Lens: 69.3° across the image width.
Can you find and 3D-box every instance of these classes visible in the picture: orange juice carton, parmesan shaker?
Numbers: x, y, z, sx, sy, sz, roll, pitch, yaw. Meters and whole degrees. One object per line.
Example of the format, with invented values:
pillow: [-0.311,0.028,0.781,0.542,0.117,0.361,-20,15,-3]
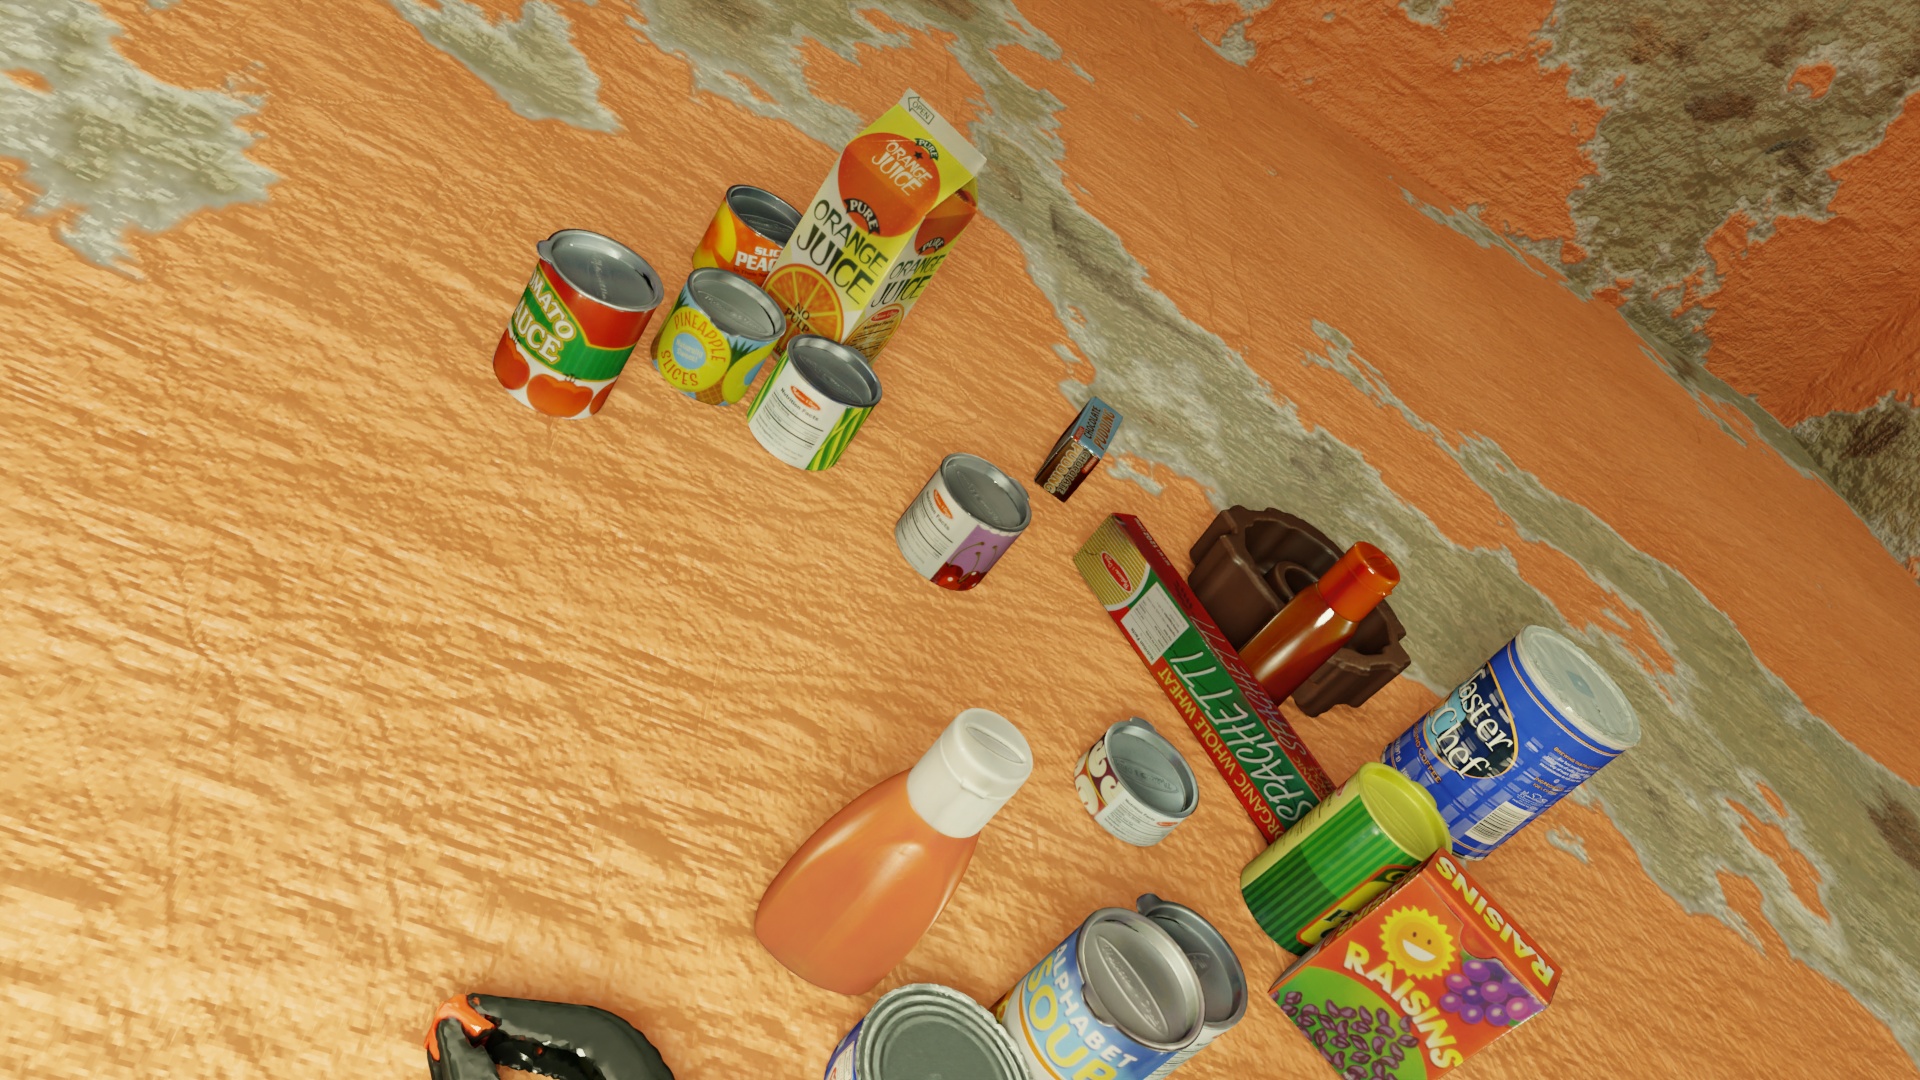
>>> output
orange juice carton: [-0.058,-0.195,0.911,0.072,0.191,0.073,45,32,11]
parmesan shaker: [0.218,0.182,0.789,0.071,0.102,0.072,26,33,-19]

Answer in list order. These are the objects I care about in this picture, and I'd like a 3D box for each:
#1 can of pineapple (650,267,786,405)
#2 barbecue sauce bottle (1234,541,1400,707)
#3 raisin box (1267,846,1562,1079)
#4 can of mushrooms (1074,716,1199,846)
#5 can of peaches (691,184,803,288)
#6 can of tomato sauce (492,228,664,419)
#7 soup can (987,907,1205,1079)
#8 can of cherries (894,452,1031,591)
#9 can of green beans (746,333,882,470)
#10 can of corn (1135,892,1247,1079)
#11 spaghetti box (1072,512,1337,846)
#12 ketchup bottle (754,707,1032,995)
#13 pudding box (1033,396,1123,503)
can of pineapple: [-0.151,-0.125,0.856,0.071,0.057,0.071,26,34,-19]
barbecue sauce bottle: [0.222,0.063,0.902,0.065,0.148,0.044,-4,50,-48]
raisin box: [0.234,0.230,0.723,0.086,0.122,0.040,48,33,16]
can of mushrooms: [0.100,0.137,0.794,0.071,0.033,0.071,26,34,-19]
can of peaches: [-0.144,-0.201,0.961,0.071,0.057,0.071,26,34,-19]
can of tomato sauce: [-0.212,-0.118,0.761,0.071,0.082,0.071,26,33,-19]
soup can: [0.053,0.211,0.605,0.071,0.083,0.072,26,33,-19]
can of cherries: [0.003,-0.011,0.863,0.071,0.058,0.072,26,34,-19]
can of green beans: [-0.091,-0.085,0.865,0.071,0.057,0.071,26,34,-19]
can of corn: [0.091,0.214,0.664,0.071,0.058,0.071,26,34,-19]
spaghetti box: [0.157,0.090,0.897,0.029,0.050,0.251,0,48,-46]
ketchup bottle: [-0.025,0.128,0.571,0.065,0.148,0.044,33,32,-9]
pudding box: [0.088,-0.069,1.031,0.030,0.049,0.084,37,32,-2]
